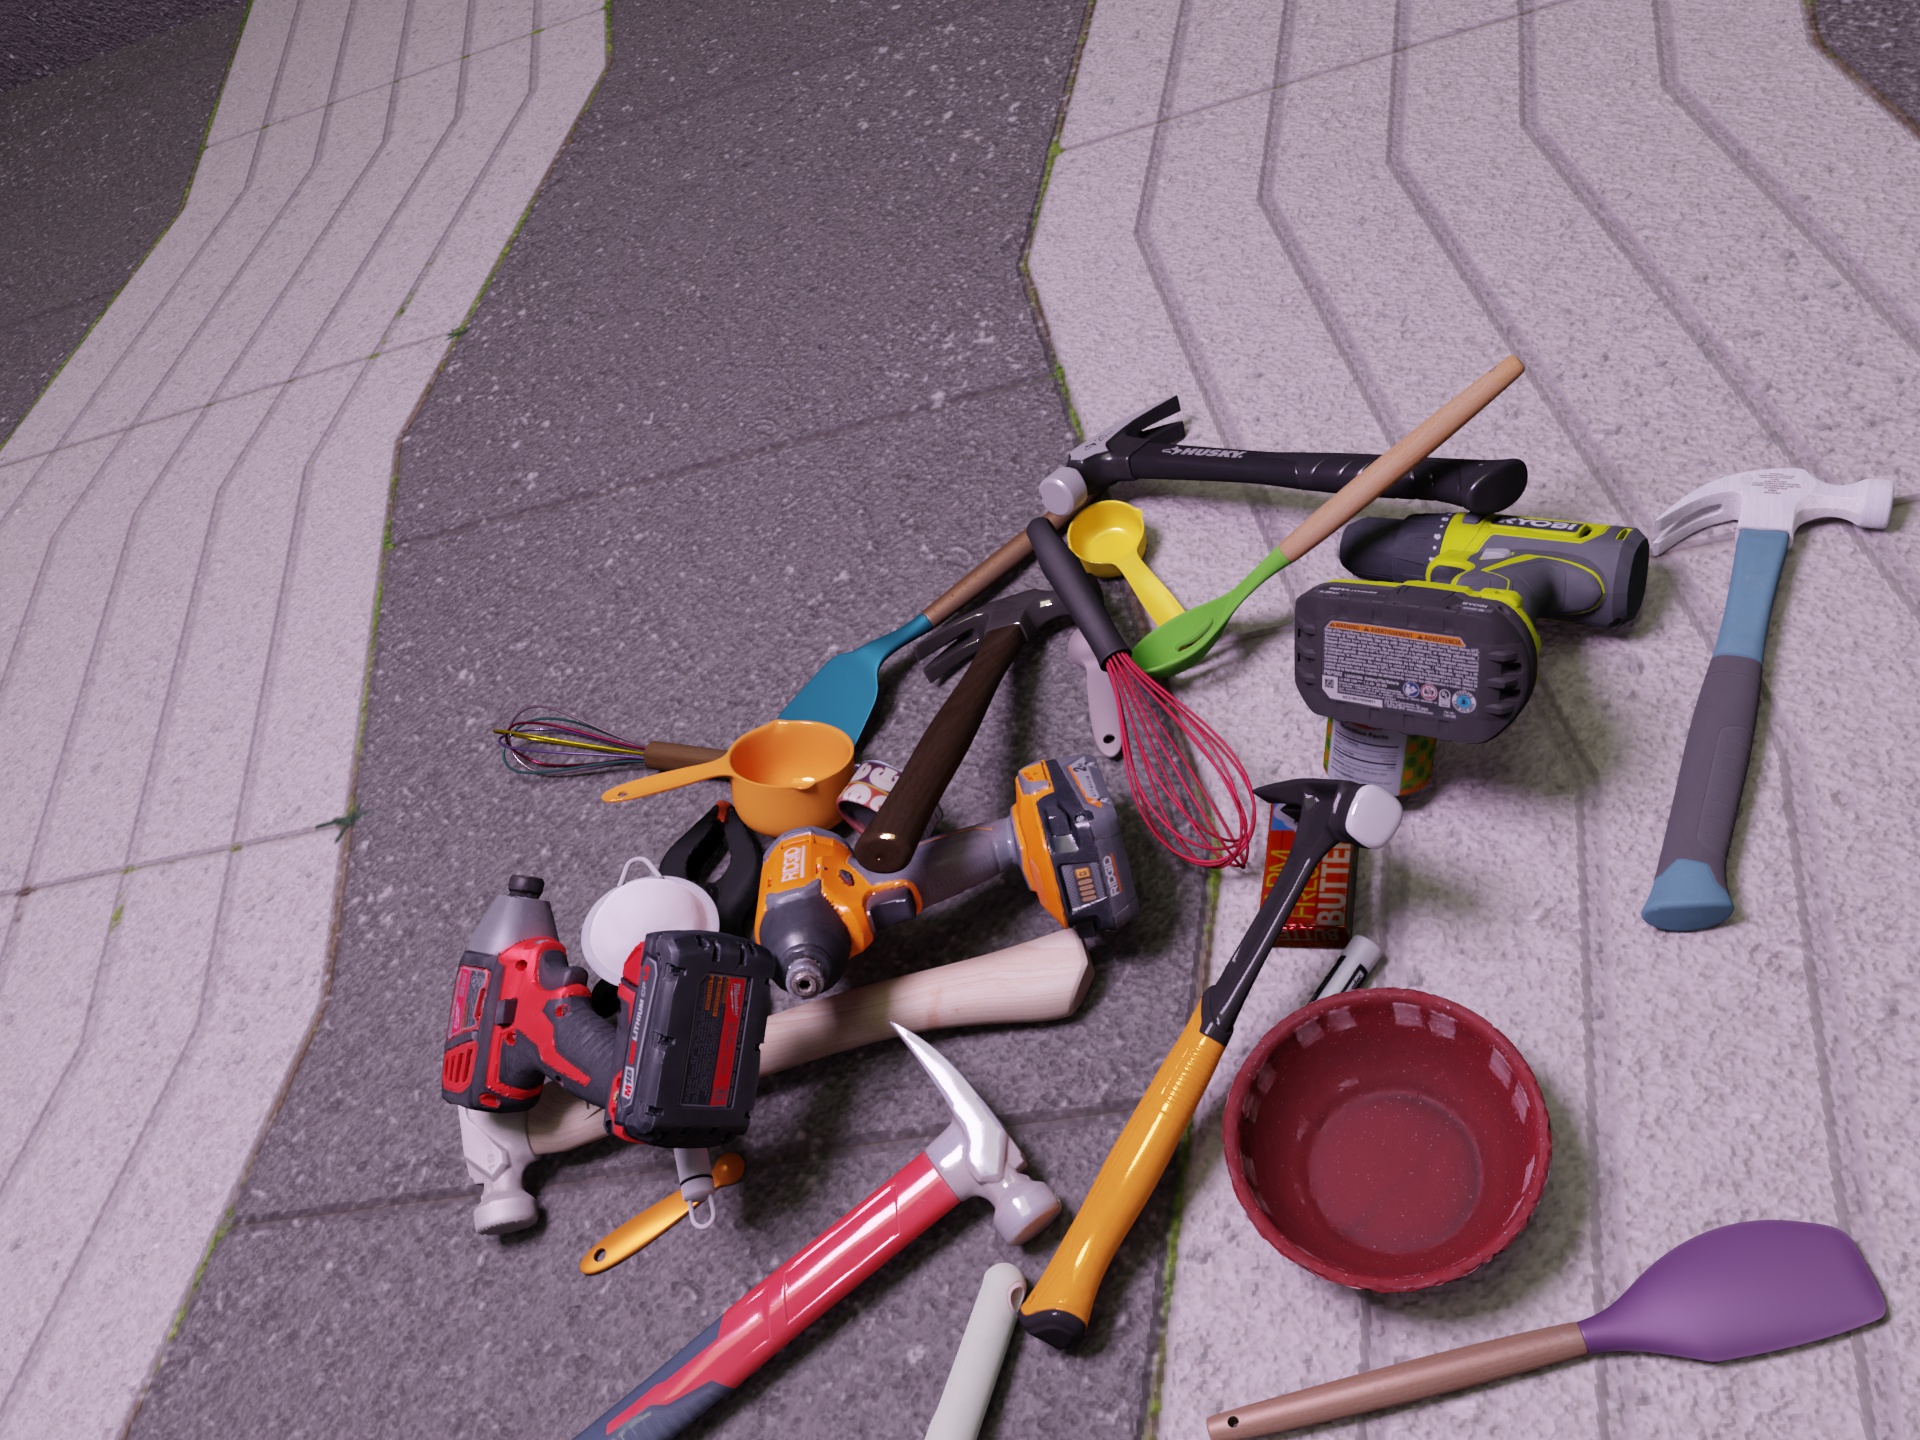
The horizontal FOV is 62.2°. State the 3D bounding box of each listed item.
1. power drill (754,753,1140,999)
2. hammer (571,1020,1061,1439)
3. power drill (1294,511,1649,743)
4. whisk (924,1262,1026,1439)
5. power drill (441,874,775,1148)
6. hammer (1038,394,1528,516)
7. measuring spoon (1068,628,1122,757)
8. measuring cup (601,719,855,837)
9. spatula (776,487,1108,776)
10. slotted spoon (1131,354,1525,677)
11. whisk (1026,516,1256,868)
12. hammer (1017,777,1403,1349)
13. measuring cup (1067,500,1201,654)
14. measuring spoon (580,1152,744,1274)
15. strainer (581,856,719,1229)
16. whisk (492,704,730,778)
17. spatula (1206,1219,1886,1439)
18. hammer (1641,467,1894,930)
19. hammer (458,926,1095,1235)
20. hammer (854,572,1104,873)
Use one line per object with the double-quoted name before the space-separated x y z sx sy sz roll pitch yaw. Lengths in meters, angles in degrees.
"power drill" -0.013 0.101 0.956 0.226 0.084 0.164 -15 19 2
"hammer" -0.136 0.336 0.881 0.386 0.038 0.143 -38 62 -6
"power drill" 0.291 -0.073 0.964 0.191 0.080 0.228 12 28 33
"whisk" -0.016 0.389 0.796 0.059 0.057 0.246 -2 47 33
"power drill" -0.215 0.166 0.923 0.220 0.078 0.143 0 78 39
"hammer" 0.225 -0.176 1.100 0.335 0.035 0.146 12 40 41
"measuring spoon" 0.095 -0.024 1.099 0.034 0.018 0.124 -17 46 11
"measuring cup" -0.156 0.052 1.092 0.173 0.052 0.095 -13 32 -14
"spatula" -0.004 -0.083 1.192 0.317 0.044 0.082 -39 50 -16
"slotted spoon" 0.229 -0.122 1.018 0.313 0.031 0.070 -41 16 28
"whisk" 0.109 -0.024 1.029 0.073 0.073 0.296 -28 59 1
"hammer" 0.124 0.180 0.864 0.337 0.034 0.127 -59 11 -9
"measuring cup" 0.131 -0.096 1.146 0.062 0.029 0.157 -30 59 -2
"measuring spoon" -0.182 0.299 0.965 0.117 0.011 0.021 -34 47 -5
"strainer" -0.177 0.181 0.961 0.087 0.050 0.259 -13 57 -10
"whisk" -0.254 0.024 1.202 0.245 0.047 0.051 6 55 24
"spatula" 0.270 0.299 0.759 0.316 0.018 0.060 -19 47 8
"hammer" 0.452 -0.022 0.929 0.128 0.033 0.331 10 58 29
"hammer" -0.120 0.193 0.988 0.410 0.038 0.146 -18 66 7
"hammer" -0.002 -0.003 1.034 0.130 0.031 0.331 -15 24 26
